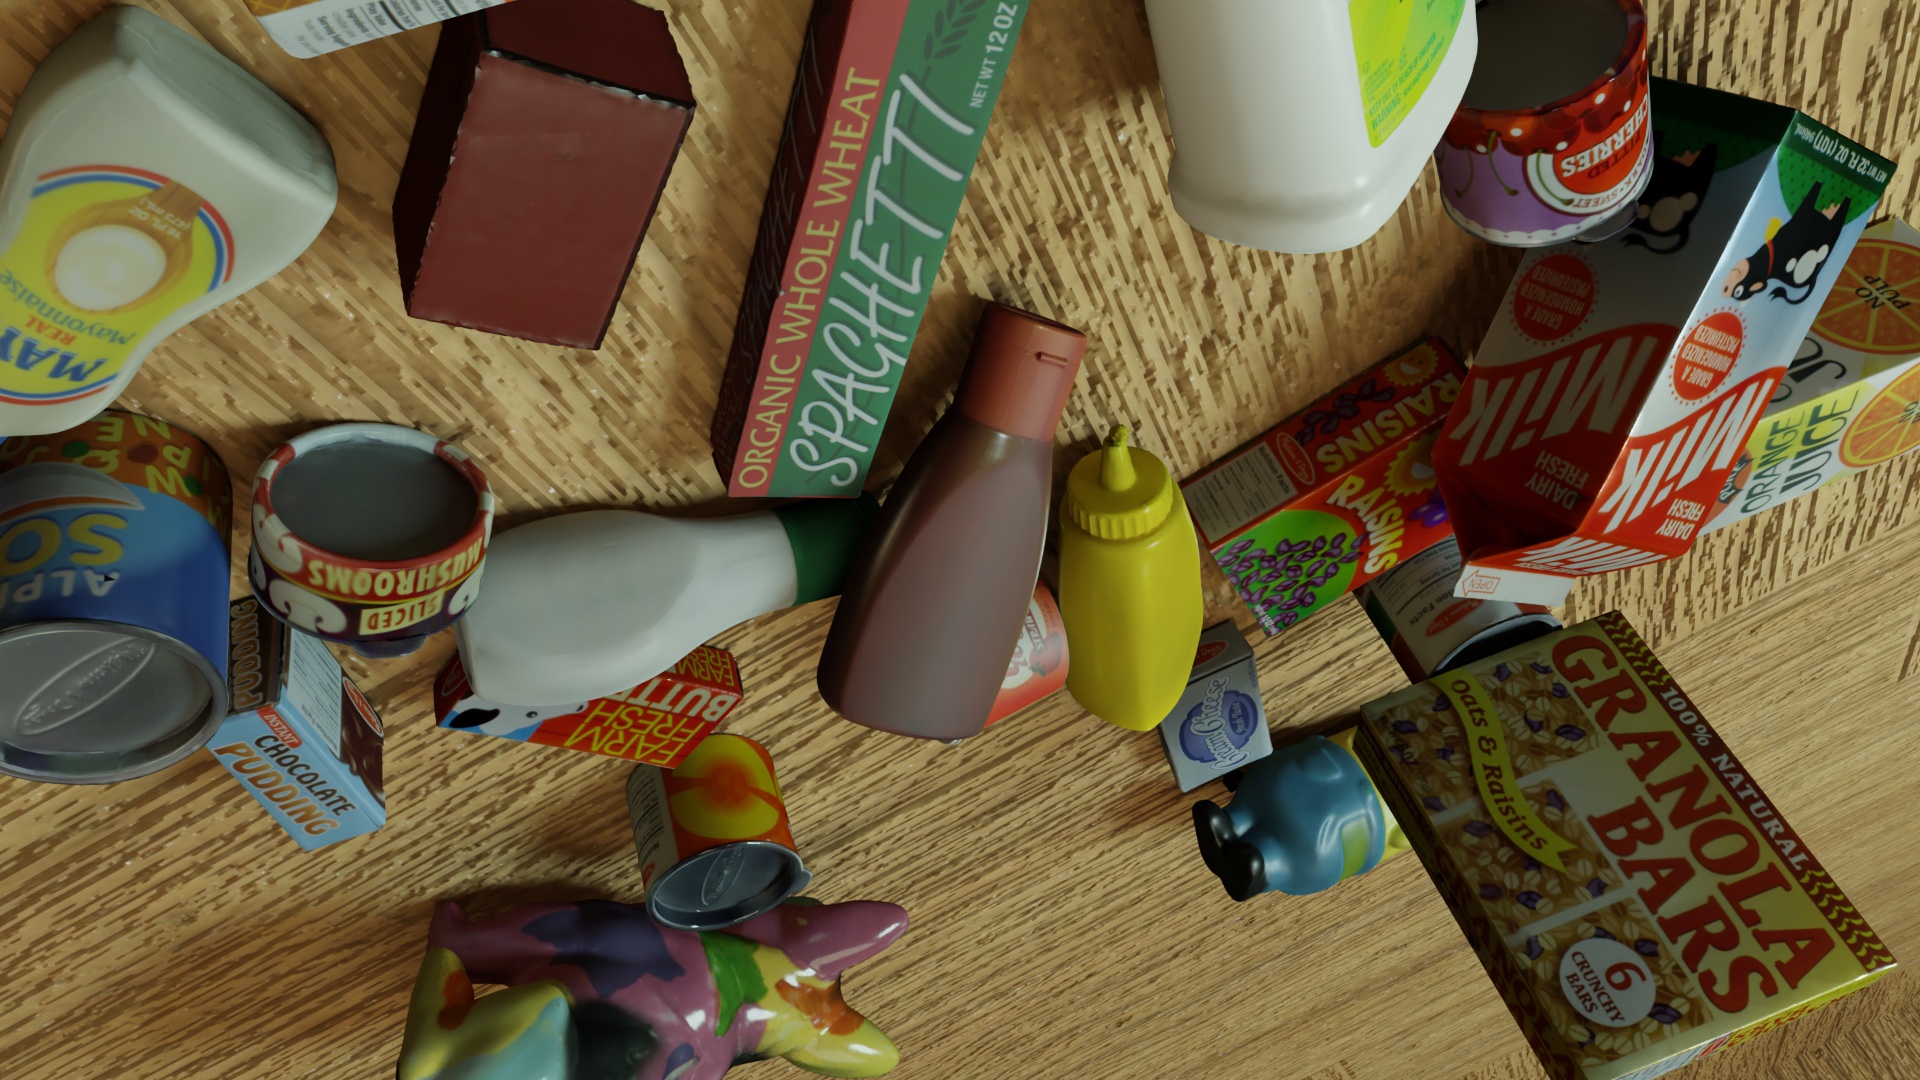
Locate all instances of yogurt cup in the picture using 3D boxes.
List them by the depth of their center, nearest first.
[{"bbox_3d":[0.008,0.042,0.558,0.054,0.072,0.072,-17,141,-21],"label":"yogurt cup"}]

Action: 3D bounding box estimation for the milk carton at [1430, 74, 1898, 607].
[{"bbox_3d":[0.240,-0.061,0.503,0.072,0.073,0.189,7,112,-33],"label":"milk carton"}]

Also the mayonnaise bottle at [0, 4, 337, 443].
[{"bbox_3d":[-0.226,-0.061,0.342,0.148,0.041,0.064,-36,141,14],"label":"mayonnaise bottle"}]

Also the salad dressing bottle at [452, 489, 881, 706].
[{"bbox_3d":[-0.097,0.014,0.479,0.148,0.064,0.043,-13,149,-24],"label":"salad dressing bottle"}]

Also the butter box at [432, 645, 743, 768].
[{"bbox_3d":[-0.140,0.056,0.530,0.103,0.024,0.053,20,125,-40],"label":"butter box"}]

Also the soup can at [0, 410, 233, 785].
[{"bbox_3d":[-0.241,0.013,0.384,0.071,0.084,0.071,-14,140,-12],"label":"soup can"}]

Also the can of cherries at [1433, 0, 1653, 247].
[{"bbox_3d":[0.184,-0.136,0.438,0.071,0.072,0.058,-30,140,7],"label":"can of cherries"}]

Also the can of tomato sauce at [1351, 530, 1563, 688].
[{"bbox_3d":[0.218,0.026,0.627,0.071,0.083,0.070,-14,140,-12],"label":"can of tomato sauce"}]

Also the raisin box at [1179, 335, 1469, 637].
[{"bbox_3d":[0.163,-0.020,0.584,0.123,0.040,0.086,-31,139,11],"label":"raisin box"}]

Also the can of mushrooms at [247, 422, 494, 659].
[{"bbox_3d":[-0.173,-0.002,0.412,0.071,0.071,0.033,2,133,-28],"label":"can of mushrooms"}]

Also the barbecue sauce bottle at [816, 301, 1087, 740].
[{"bbox_3d":[0.002,-0.006,0.476,0.065,0.044,0.148,13,105,-28],"label":"barbecue sauce bottle"}]

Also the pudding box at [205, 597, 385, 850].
[{"bbox_3d":[-0.227,0.063,0.474,0.030,0.050,0.083,-16,140,-6],"label":"pudding box"}]

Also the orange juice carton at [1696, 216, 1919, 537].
[{"bbox_3d":[0.332,-0.060,0.596,0.193,0.073,0.071,-21,141,-3],"label":"orange juice carton"}]

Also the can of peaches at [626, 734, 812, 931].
[{"bbox_3d":[-0.105,0.125,0.598,0.071,0.058,0.071,-14,139,-12],"label":"can of peaches"}]

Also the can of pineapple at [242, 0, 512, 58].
[{"bbox_3d":[-0.123,-0.141,0.285,0.058,0.071,0.070,-19,141,-6],"label":"can of pineapple"}]

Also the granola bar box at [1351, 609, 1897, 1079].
[{"bbox_3d":[0.252,0.120,0.550,0.124,0.166,0.039,-20,143,-5],"label":"granola bar box"}]

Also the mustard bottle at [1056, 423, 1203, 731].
[{"bbox_3d":[0.066,0.009,0.552,0.065,0.049,0.159,-55,149,-33],"label":"mustard bottle"}]

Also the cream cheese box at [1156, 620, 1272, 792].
[{"bbox_3d":[0.123,0.085,0.693,0.053,0.024,0.103,-24,141,0],"label":"cream cheese box"}]

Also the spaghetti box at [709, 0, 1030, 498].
[{"bbox_3d":[-0.025,-0.109,0.399,0.050,0.029,0.248,0,135,-25],"label":"spaghetti box"}]
